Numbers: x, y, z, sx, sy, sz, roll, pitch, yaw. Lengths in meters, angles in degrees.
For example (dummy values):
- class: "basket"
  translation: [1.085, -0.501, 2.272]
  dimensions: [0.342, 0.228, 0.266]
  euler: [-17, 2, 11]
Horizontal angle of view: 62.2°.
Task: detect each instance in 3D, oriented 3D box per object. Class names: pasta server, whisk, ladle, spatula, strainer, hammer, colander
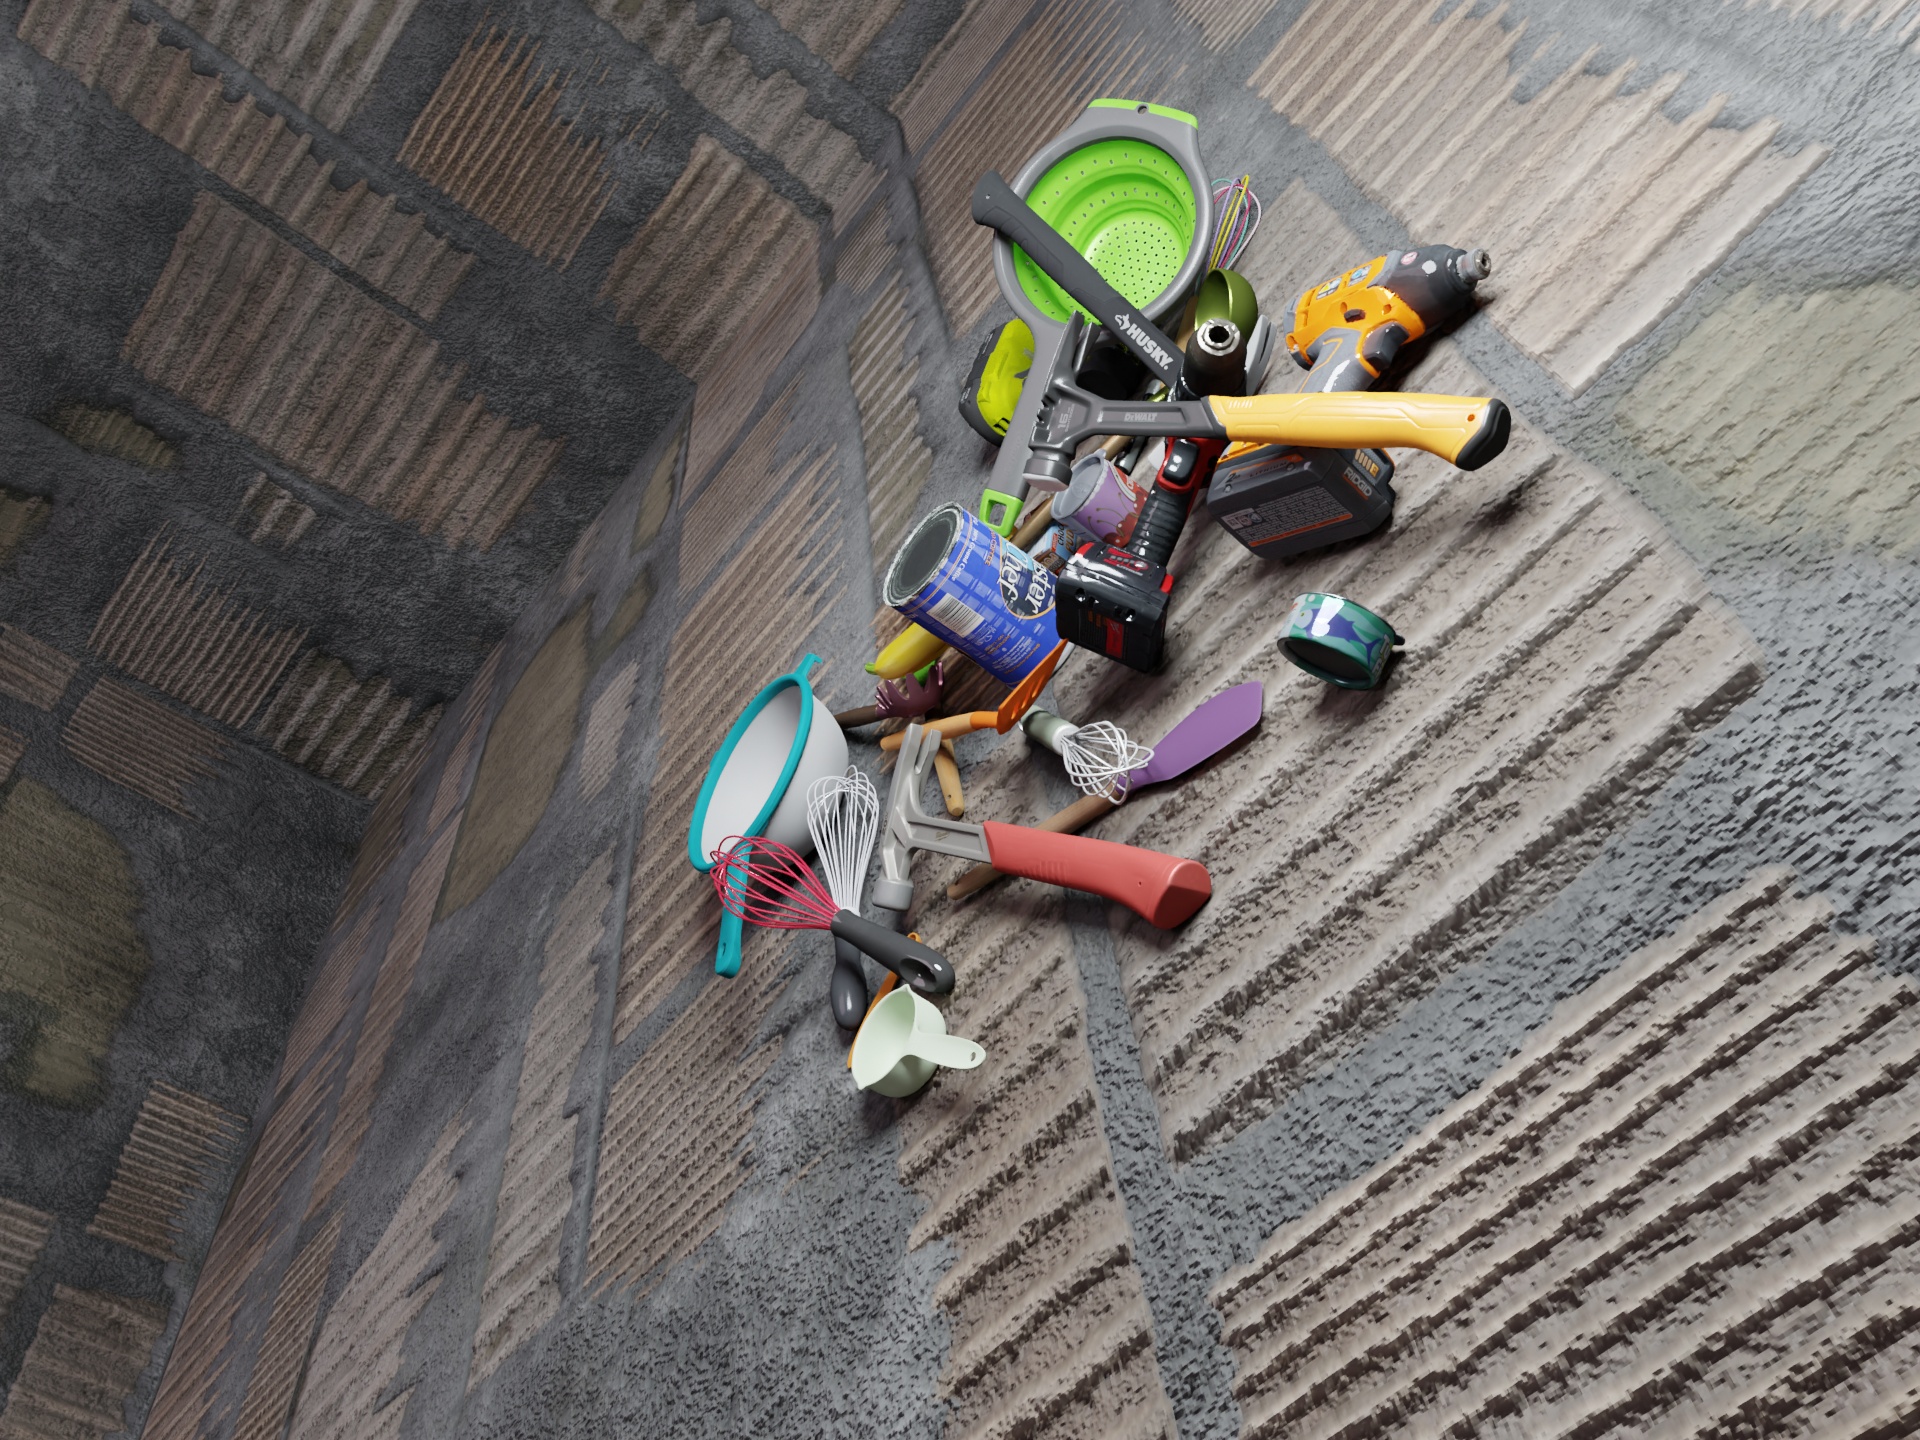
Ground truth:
- class: "pasta server"
  translation: [-0.084, -0.014, 1.507]
  dimensions: [0.060, 0.040, 0.316]
  euler: [-21, 3, -21]
- class: "whisk"
  translation: [-0.098, 0.148, 1.360]
  dimensions: [0.070, 0.070, 0.285]
  euler: [-42, 33, 29]
- class: "whisk"
  translation: [0.222, -0.397, 1.438]
  dimensions: [0.047, 0.051, 0.245]
  euler: [-8, 56, 52]
- class: "ladle"
  translation: [0.134, -0.256, 1.373]
  dimensions: [0.320, 0.062, 0.078]
  euler: [-45, 29, 12]
- class: "spatula"
  translation: [-0.002, -0.004, 1.311]
  dimensions: [0.081, 0.041, 0.322]
  euler: [-46, 14, -24]
- class: "strainer"
  translation: [-0.171, 0.112, 1.493]
  dimensions: [0.211, 0.095, 0.341]
  euler: [-43, 31, 34]
- class: "hammer"
  translation: [0.122, -0.361, 1.345]
  dimensions: [0.146, 0.035, 0.335]
  euler: [-48, 65, 18]
- class: "colander"
  translation: [0.110, -0.345, 1.424]
  dimensions: [0.205, 0.094, 0.397]
  euler: [21, 92, 26]
- class: "whisk"
  translation: [0.083, 0.016, 1.173]
  dimensions: [0.059, 0.057, 0.246]
  euler: [-16, 12, -10]
- class: "whisk"
  translation: [-0.107, 0.156, 1.277]
  dimensions: [0.296, 0.073, 0.073]
  euler: [20, 77, 43]
- class: "hammer"
  translation: [0.047, 0.085, 1.132]
  dimensions: [0.359, 0.036, 0.149]
  euler: [4, 80, 57]
- class: "hammer"
  translation: [0.190, -0.202, 1.028]
  dimensions: [0.337, 0.034, 0.127]
  euler: [12, 83, 40]
- class: "spatula"
  translation: [0.097, 0.058, 1.144]
  dimensions: [0.316, 0.018, 0.060]
  euler: [-37, 26, 36]

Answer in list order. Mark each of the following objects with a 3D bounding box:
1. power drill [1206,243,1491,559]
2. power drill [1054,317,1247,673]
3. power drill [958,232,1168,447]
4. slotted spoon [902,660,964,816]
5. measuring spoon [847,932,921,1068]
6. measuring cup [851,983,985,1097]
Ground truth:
- class: "power drill"
  translation: [0.273, -0.231, 1.098]
  dimensions: [0.164, 0.084, 0.227]
  euler: [-12, 46, 55]
- class: "power drill"
  translation: [0.150, -0.167, 1.159]
  dimensions: [0.227, 0.080, 0.187]
  euler: [-64, -11, -14]
- class: "power drill"
  translation: [0.111, -0.375, 1.579]
  dimensions: [0.228, 0.080, 0.191]
  euler: [-16, 47, 51]
- class: "slotted spoon"
  translation: [-0.023, -0.009, 1.442]
  dimensions: [0.070, 0.031, 0.314]
  euler: [-47, 27, 20]
- class: "measuring spoon"
  translation: [-0.059, 0.221, 1.250]
  dimensions: [0.117, 0.011, 0.021]
  euler: [-63, 25, -6]
- class: "measuring cup"
  translation: [-0.018, 0.235, 1.123]
  dimensions: [0.167, 0.038, 0.083]
  euler: [-6, 55, 58]
